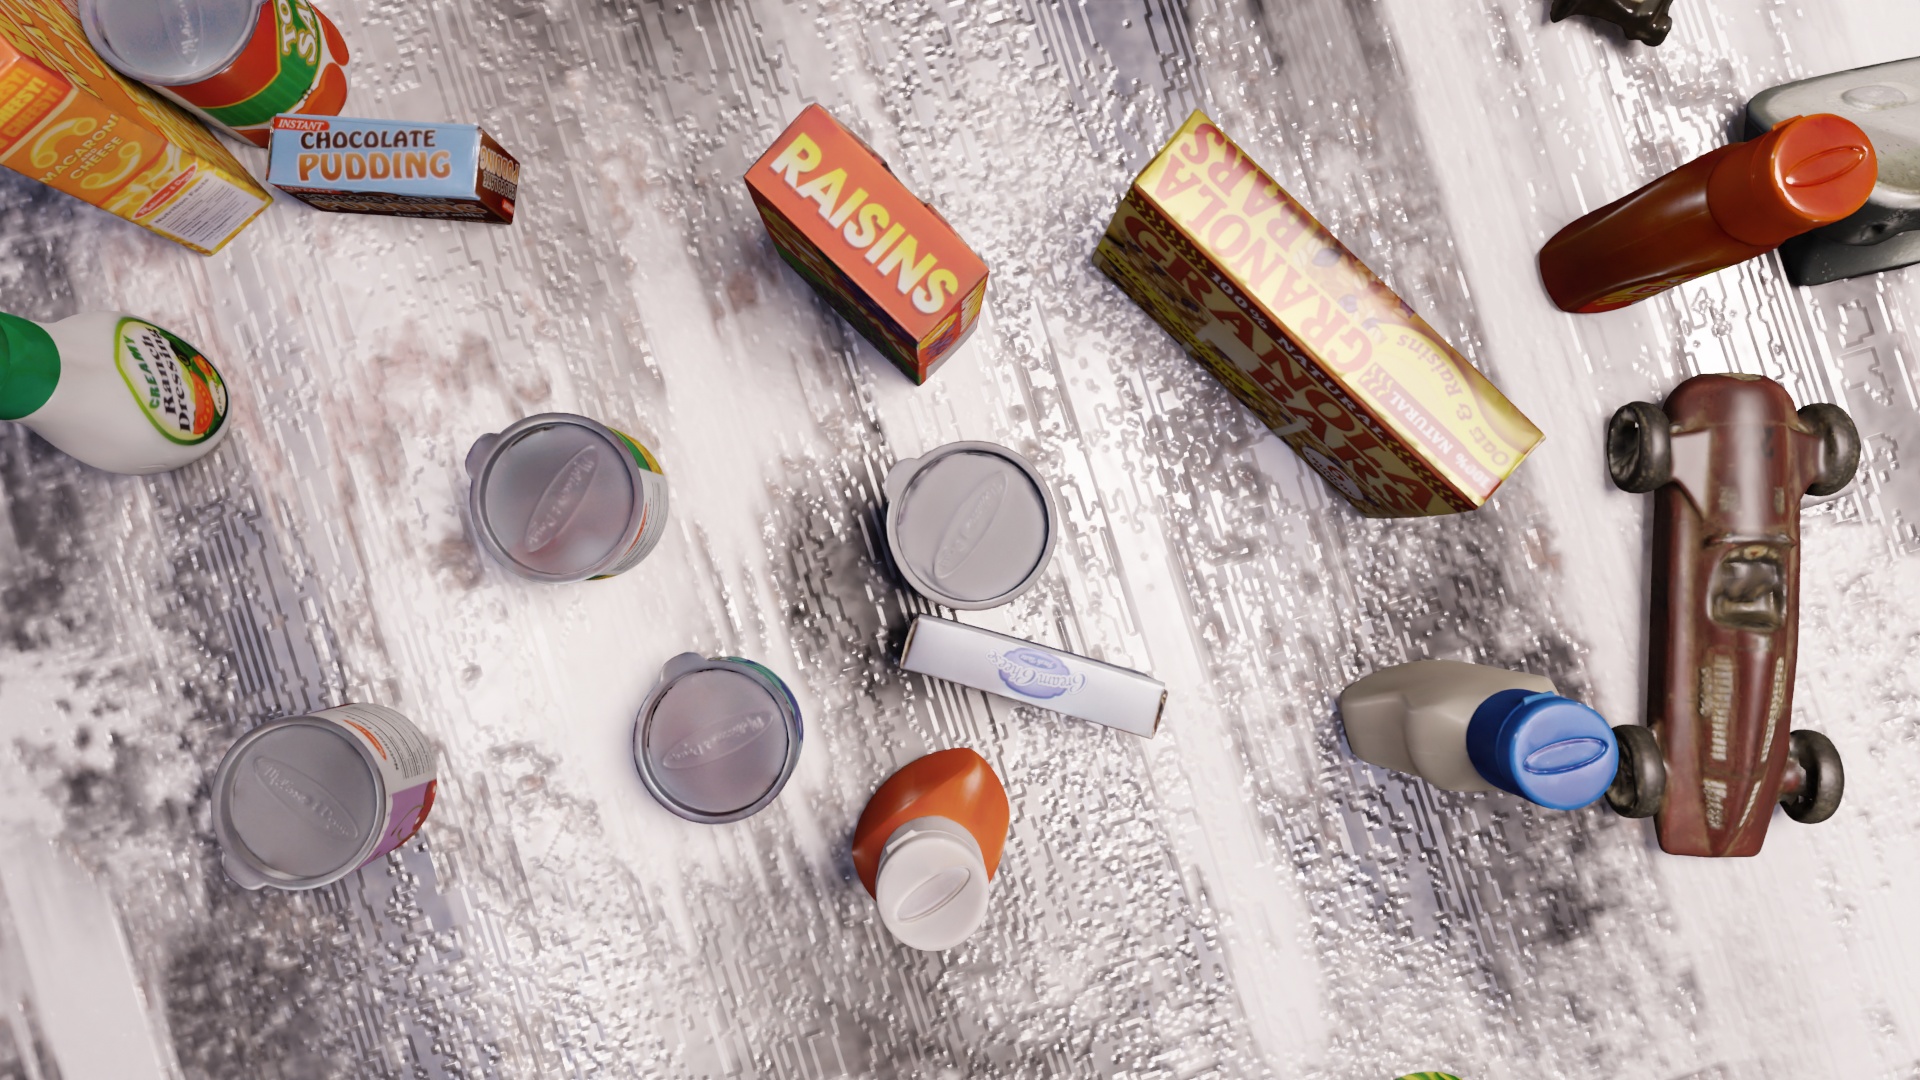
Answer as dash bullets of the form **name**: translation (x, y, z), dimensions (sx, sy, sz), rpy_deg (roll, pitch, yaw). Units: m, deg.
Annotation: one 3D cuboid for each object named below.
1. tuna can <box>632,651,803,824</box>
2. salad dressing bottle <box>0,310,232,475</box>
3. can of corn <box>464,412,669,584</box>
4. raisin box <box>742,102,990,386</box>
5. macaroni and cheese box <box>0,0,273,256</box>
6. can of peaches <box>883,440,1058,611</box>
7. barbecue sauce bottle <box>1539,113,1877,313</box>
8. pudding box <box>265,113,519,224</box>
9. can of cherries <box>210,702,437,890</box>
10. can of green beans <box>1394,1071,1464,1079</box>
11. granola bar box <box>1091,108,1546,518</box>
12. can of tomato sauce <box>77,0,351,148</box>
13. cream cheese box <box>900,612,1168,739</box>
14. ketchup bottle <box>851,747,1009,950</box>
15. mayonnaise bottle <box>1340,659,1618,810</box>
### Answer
- **tuna can**: translation (-0.099, 0.078, 0.570), dimensions (0.071, 0.033, 0.071), rpy_deg (0, 89, -1)
- **salad dressing bottle**: translation (-0.326, -0.058, 0.511), dimensions (0.044, 0.147, 0.064), rpy_deg (-18, 90, -1)
- **can of corn**: translation (-0.157, -0.017, 0.559), dimensions (0.071, 0.058, 0.071), rpy_deg (0, 89, -1)
- **raisin box**: translation (-0.033, -0.107, 0.531), dimensions (0.086, 0.123, 0.040), rpy_deg (44, 89, 0)
- **macaroni and cheese box**: translation (-0.343, -0.176, 0.504), dimensions (0.040, 0.166, 0.124), rpy_deg (-44, 90, -1)
- **can of peaches**: translation (0.002, -0.007, 0.562), dimensions (0.071, 0.058, 0.071), rpy_deg (0, 89, -1)
- **barbecue sauce bottle**: translation (0.280, -0.122, 0.526), dimensions (0.065, 0.148, 0.043), rpy_deg (-20, 90, -1)
- **pudding box**: translation (-0.229, -0.151, 0.565), dimensions (0.084, 0.049, 0.030), rpy_deg (4, 89, -1)
- **can of cherries**: translation (-0.253, 0.101, 0.553), dimensions (0.071, 0.058, 0.071), rpy_deg (0, 89, -1)
- **can of green beans**: translation (0.199, 0.257, 0.560), dimensions (0.071, 0.058, 0.071), rpy_deg (0, 89, -1)
- **granola bar box**: translation (0.127, -0.077, 0.534), dimensions (0.165, 0.124, 0.039), rpy_deg (43, 89, 0)
- **can of tomato sauce**: translation (-0.288, -0.199, 0.548), dimensions (0.071, 0.083, 0.071), rpy_deg (0, 89, -1)
- **cream cheese box**: translation (0.028, 0.053, 0.563), dimensions (0.104, 0.053, 0.024), rpy_deg (16, 89, -1)
- **ketchup bottle**: translation (-0.011, 0.113, 0.513), dimensions (0.065, 0.149, 0.043), rpy_deg (-35, 90, -1)
- **mayonnaise bottle**: translation (0.192, 0.071, 0.519), dimensions (0.065, 0.148, 0.041), rpy_deg (-14, 90, -1)
